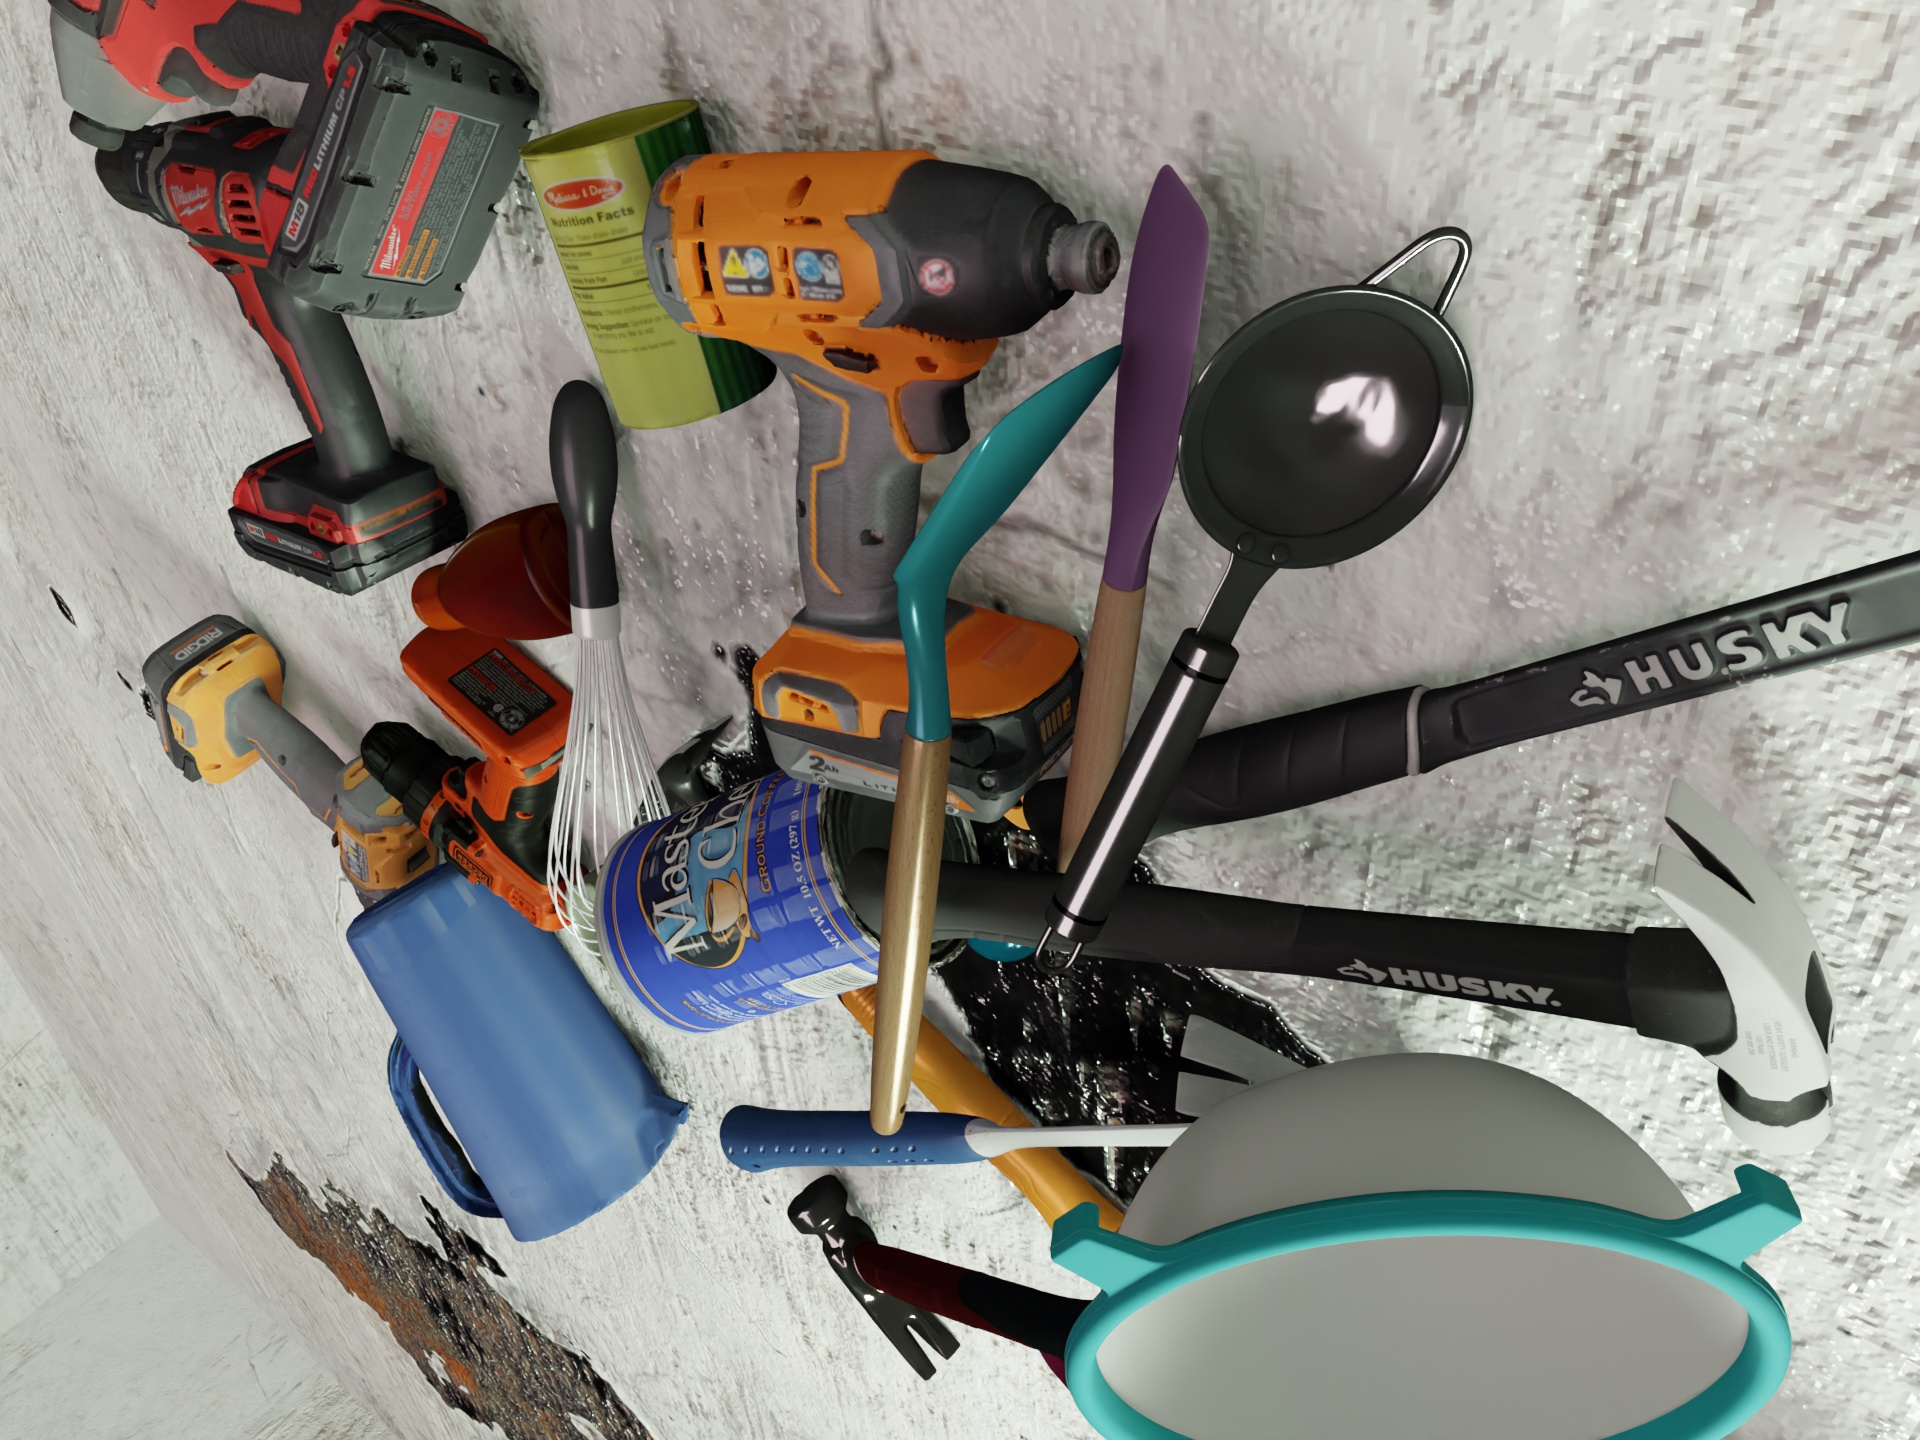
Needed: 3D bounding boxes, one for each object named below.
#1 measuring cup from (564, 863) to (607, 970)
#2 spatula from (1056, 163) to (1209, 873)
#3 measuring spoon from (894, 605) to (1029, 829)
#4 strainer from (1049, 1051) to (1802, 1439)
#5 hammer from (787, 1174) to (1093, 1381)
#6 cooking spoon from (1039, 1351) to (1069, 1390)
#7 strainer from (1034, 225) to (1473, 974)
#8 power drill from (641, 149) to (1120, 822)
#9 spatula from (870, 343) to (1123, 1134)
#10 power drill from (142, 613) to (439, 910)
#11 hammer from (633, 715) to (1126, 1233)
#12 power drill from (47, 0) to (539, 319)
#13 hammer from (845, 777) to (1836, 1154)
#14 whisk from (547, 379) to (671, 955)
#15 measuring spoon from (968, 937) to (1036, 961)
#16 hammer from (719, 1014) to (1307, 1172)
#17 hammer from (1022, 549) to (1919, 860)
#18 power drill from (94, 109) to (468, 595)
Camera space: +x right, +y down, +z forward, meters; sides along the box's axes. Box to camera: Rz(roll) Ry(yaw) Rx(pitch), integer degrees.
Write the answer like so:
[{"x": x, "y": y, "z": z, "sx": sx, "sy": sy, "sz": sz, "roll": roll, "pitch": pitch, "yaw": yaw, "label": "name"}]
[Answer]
[{"x": -0.160, "y": 0.128, "z": 0.917, "sx": 0.168, "sy": 0.038, "sz": 0.083, "roll": 15, "pitch": 131, "yaw": 34, "label": "measuring cup"}, {"x": 0.051, "y": -0.029, "z": 0.533, "sx": 0.060, "sy": 0.018, "sz": 0.315, "roll": -107, "pitch": 16, "yaw": -46, "label": "spatula"}, {"x": -0.001, "y": -0.002, "z": 0.668, "sx": 0.021, "sy": 0.011, "sz": 0.117, "roll": -26, "pitch": 105, "yaw": 40, "label": "measuring spoon"}, {"x": 0.152, "y": 0.212, "z": 0.553, "sx": 0.211, "sy": 0.095, "sz": 0.340, "roll": -7, "pitch": 136, "yaw": 10, "label": "strainer"}, {"x": 0.018, "y": 0.317, "z": 0.837, "sx": 0.143, "sy": 0.038, "sz": 0.386, "roll": 53, "pitch": 154, "yaw": -6, "label": "hammer"}, {"x": 0.138, "y": 0.413, "z": 0.815, "sx": 0.319, "sy": 0.017, "sz": 0.068, "roll": 26, "pitch": 146, "yaw": 51, "label": "cooking spoon"}, {"x": 0.075, "y": -0.028, "z": 0.478, "sx": 0.050, "sy": 0.086, "sz": 0.258, "roll": -115, "pitch": 45, "yaw": -60, "label": "strainer"}, {"x": -0.014, "y": -0.081, "z": 0.552, "sx": 0.164, "sy": 0.084, "sz": 0.226, "roll": 11, "pitch": 125, "yaw": 31, "label": "power drill"}, {"x": -0.005, "y": 0.029, "z": 0.527, "sx": 0.044, "sy": 0.082, "sz": 0.317, "roll": 22, "pitch": 126, "yaw": 21, "label": "spatula"}, {"x": -0.461, "y": 0.050, "z": 1.126, "sx": 0.226, "sy": 0.084, "sz": 0.185, "roll": 35, "pitch": 142, "yaw": 12, "label": "power drill"}, {"x": -0.037, "y": 0.145, "z": 0.808, "sx": 0.337, "sy": 0.034, "sz": 0.127, "roll": 45, "pitch": 144, "yaw": 7, "label": "hammer"}, {"x": -0.288, "y": -0.262, "z": 0.648, "sx": 0.220, "sy": 0.078, "sz": 0.143, "roll": 39, "pitch": 113, "yaw": 17, "label": "power drill"}, {"x": 0.100, "y": 0.069, "z": 0.531, "sx": 0.335, "sy": 0.035, "sz": 0.146, "roll": 3, "pitch": 142, "yaw": 34, "label": "hammer"}, {"x": -0.170, "y": -0.018, "z": 0.755, "sx": 0.070, "sy": 0.070, "sz": 0.284, "roll": 16, "pitch": 115, "yaw": 36, "label": "whisk"}, {"x": -0.021, "y": 0.098, "z": 0.733, "sx": 0.128, "sy": 0.021, "sz": 0.042, "roll": -9, "pitch": 111, "yaw": 30, "label": "measuring spoon"}, {"x": 0.015, "y": 0.184, "z": 0.711, "sx": 0.144, "sy": 0.035, "sz": 0.405, "roll": 32, "pitch": 149, "yaw": -32, "label": "hammer"}, {"x": 0.153, "y": -0.005, "z": 0.487, "sx": 0.409, "sy": 0.036, "sz": 0.149, "roll": -20, "pitch": 104, "yaw": 52, "label": "hammer"}, {"x": -0.352, "y": -0.193, "z": 0.809, "sx": 0.188, "sy": 0.080, "sz": 0.226, "roll": 20, "pitch": 131, "yaw": 33, "label": "power drill"}]
